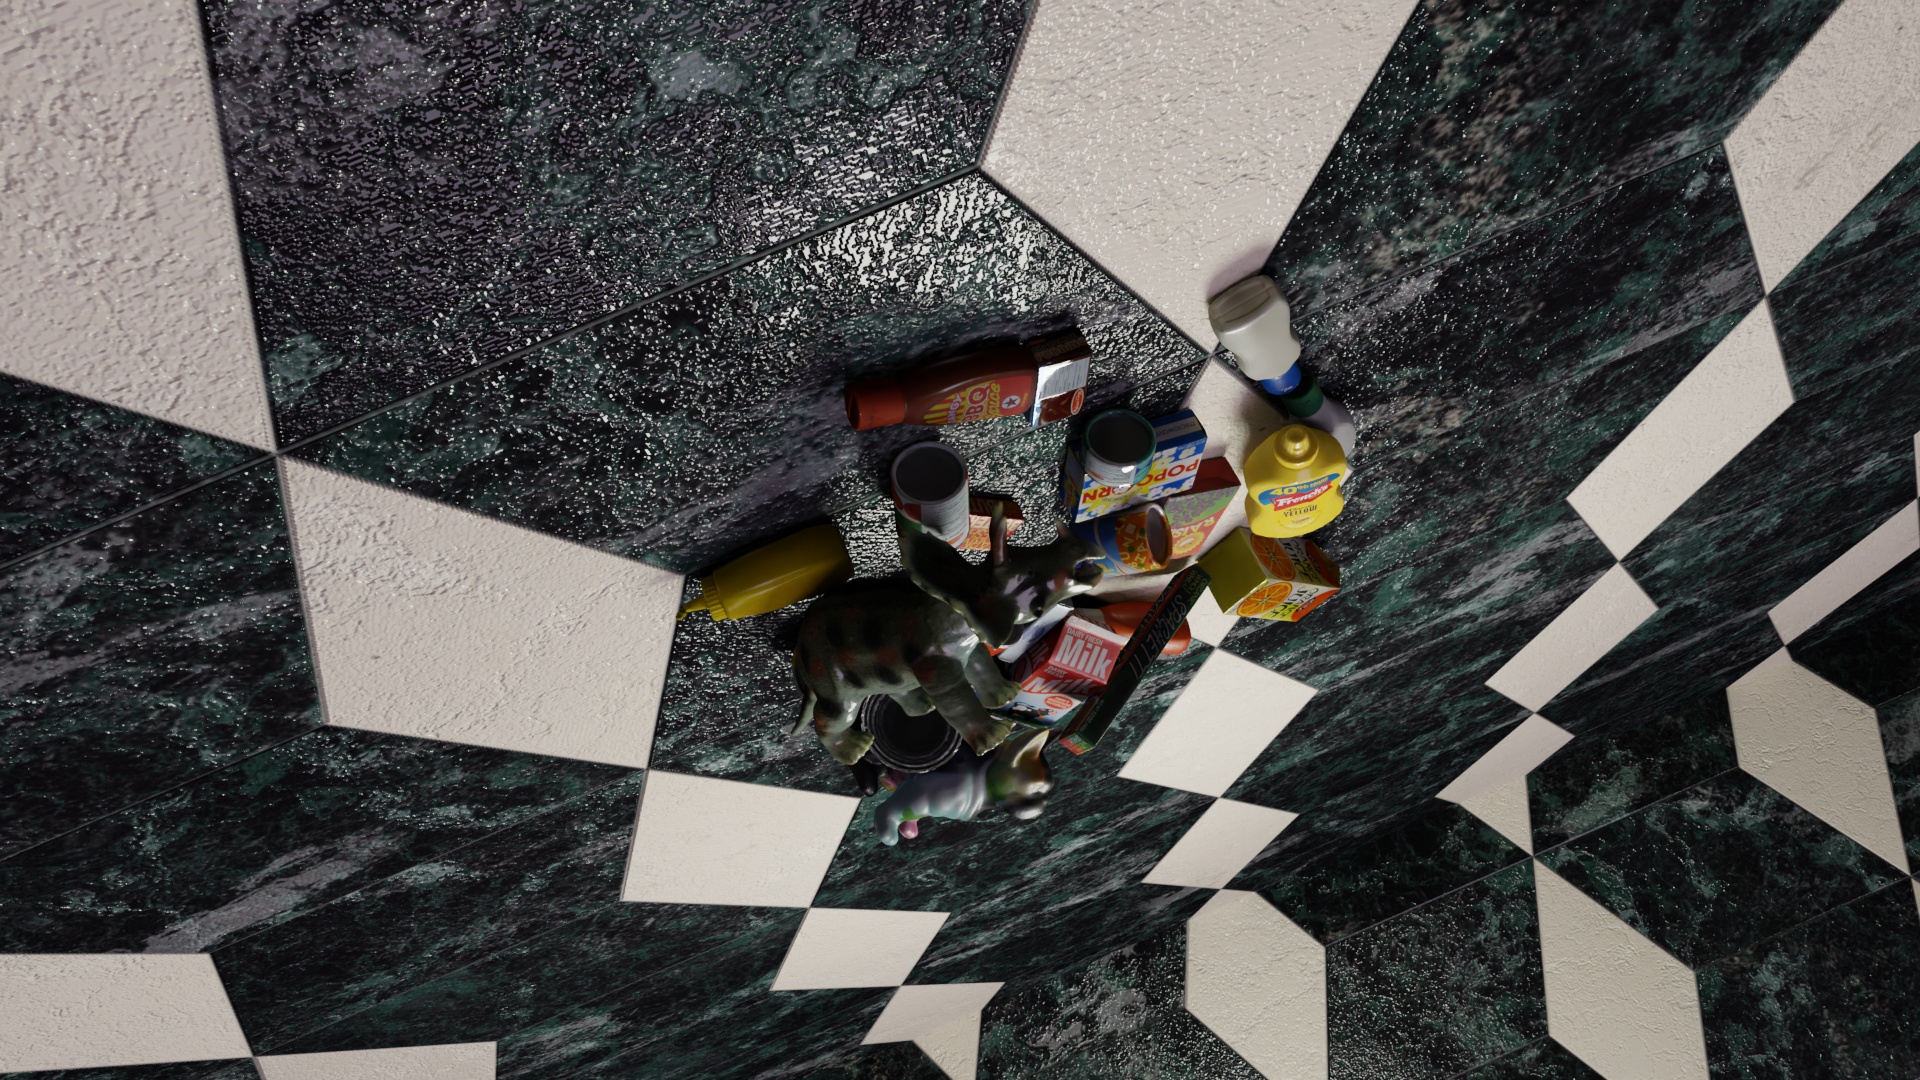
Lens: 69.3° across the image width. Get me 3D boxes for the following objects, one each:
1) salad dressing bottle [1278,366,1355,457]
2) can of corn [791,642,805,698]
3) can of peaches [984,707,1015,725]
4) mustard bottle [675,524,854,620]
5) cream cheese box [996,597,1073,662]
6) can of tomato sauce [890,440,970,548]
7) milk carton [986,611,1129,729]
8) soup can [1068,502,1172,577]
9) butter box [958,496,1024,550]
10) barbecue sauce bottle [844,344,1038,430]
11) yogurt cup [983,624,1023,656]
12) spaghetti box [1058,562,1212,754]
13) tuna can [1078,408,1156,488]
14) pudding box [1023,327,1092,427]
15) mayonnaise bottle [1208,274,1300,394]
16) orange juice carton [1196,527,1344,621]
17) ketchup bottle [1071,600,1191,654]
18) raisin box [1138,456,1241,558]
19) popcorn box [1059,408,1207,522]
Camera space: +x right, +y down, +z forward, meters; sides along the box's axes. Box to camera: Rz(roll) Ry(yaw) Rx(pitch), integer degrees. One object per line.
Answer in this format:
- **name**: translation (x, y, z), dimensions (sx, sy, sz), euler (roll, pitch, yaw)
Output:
- **salad dressing bottle**: translation (0.340, -0.120, 1.340), dimensions (0.064, 0.044, 0.147), euler (-25, 151, 17)
- **can of corn**: translation (-0.126, 0.124, 1.378), dimensions (0.058, 0.071, 0.070), euler (0, 143, -35)
- **can of peaches**: translation (0.026, 0.192, 1.609), dimensions (0.071, 0.058, 0.071), euler (-18, 150, -11)
- **mustard bottle**: translation (-0.174, 0.035, 1.213), dimensions (0.160, 0.049, 0.065), euler (-20, 154, -6)
- **cream cheese box**: translation (0.073, 0.077, 1.455), dimensions (0.024, 0.053, 0.103), euler (22, 129, -32)
- **can of tomato sauce**: translation (-0.026, -0.037, 1.189), dimensions (0.071, 0.071, 0.082), euler (-18, 150, -10)
- **milk carton**: translation (0.104, 0.133, 1.500), dimensions (0.072, 0.074, 0.189), euler (22, 144, -17)
- **soup can**: translation (0.156, 0.004, 1.350), dimensions (0.083, 0.071, 0.071), euler (-10, 160, 31)
- **butter box**: translation (0.005, -0.016, 1.285), dimensions (0.104, 0.024, 0.053), euler (4, 141, -40)
- **barbecue sauce bottle**: translation (-0.015, -0.116, 1.087), dimensions (0.149, 0.044, 0.064), euler (-11, 150, -20)
- **yogurt cup**: translation (0.024, 0.090, 1.436), dimensions (0.072, 0.072, 0.053), euler (1, 151, -36)
- **spaghetti box**: translation (0.191, 0.125, 1.499), dimensions (0.251, 0.028, 0.050), euler (-51, -177, -25)
- **tuna can**: translation (0.140, -0.084, 1.232), dimensions (0.071, 0.071, 0.032), euler (-17, 149, -13)
- **pudding box**: translation (0.077, -0.133, 1.140), dimensions (0.050, 0.030, 0.083), euler (-18, 151, -12)
- **mayonnaise bottle**: translation (0.262, -0.172, 1.200), dimensions (0.064, 0.041, 0.148), euler (-30, 152, 13)
- **orange juice carton**: translation (0.365, 0.043, 1.594), dimensions (0.193, 0.073, 0.071), euler (8, 138, -44)
- **ketchup bottle**: translation (0.185, 0.096, 1.568), dimensions (0.149, 0.065, 0.043), euler (4, 133, -26)
- **raisin box**: translation (0.220, -0.027, 1.408), dimensions (0.086, 0.040, 0.122), euler (-11, 149, -23)
- **popcorn box**: translation (0.161, -0.069, 1.296), dimensions (0.127, 0.038, 0.084), euler (-17, 151, -13)
